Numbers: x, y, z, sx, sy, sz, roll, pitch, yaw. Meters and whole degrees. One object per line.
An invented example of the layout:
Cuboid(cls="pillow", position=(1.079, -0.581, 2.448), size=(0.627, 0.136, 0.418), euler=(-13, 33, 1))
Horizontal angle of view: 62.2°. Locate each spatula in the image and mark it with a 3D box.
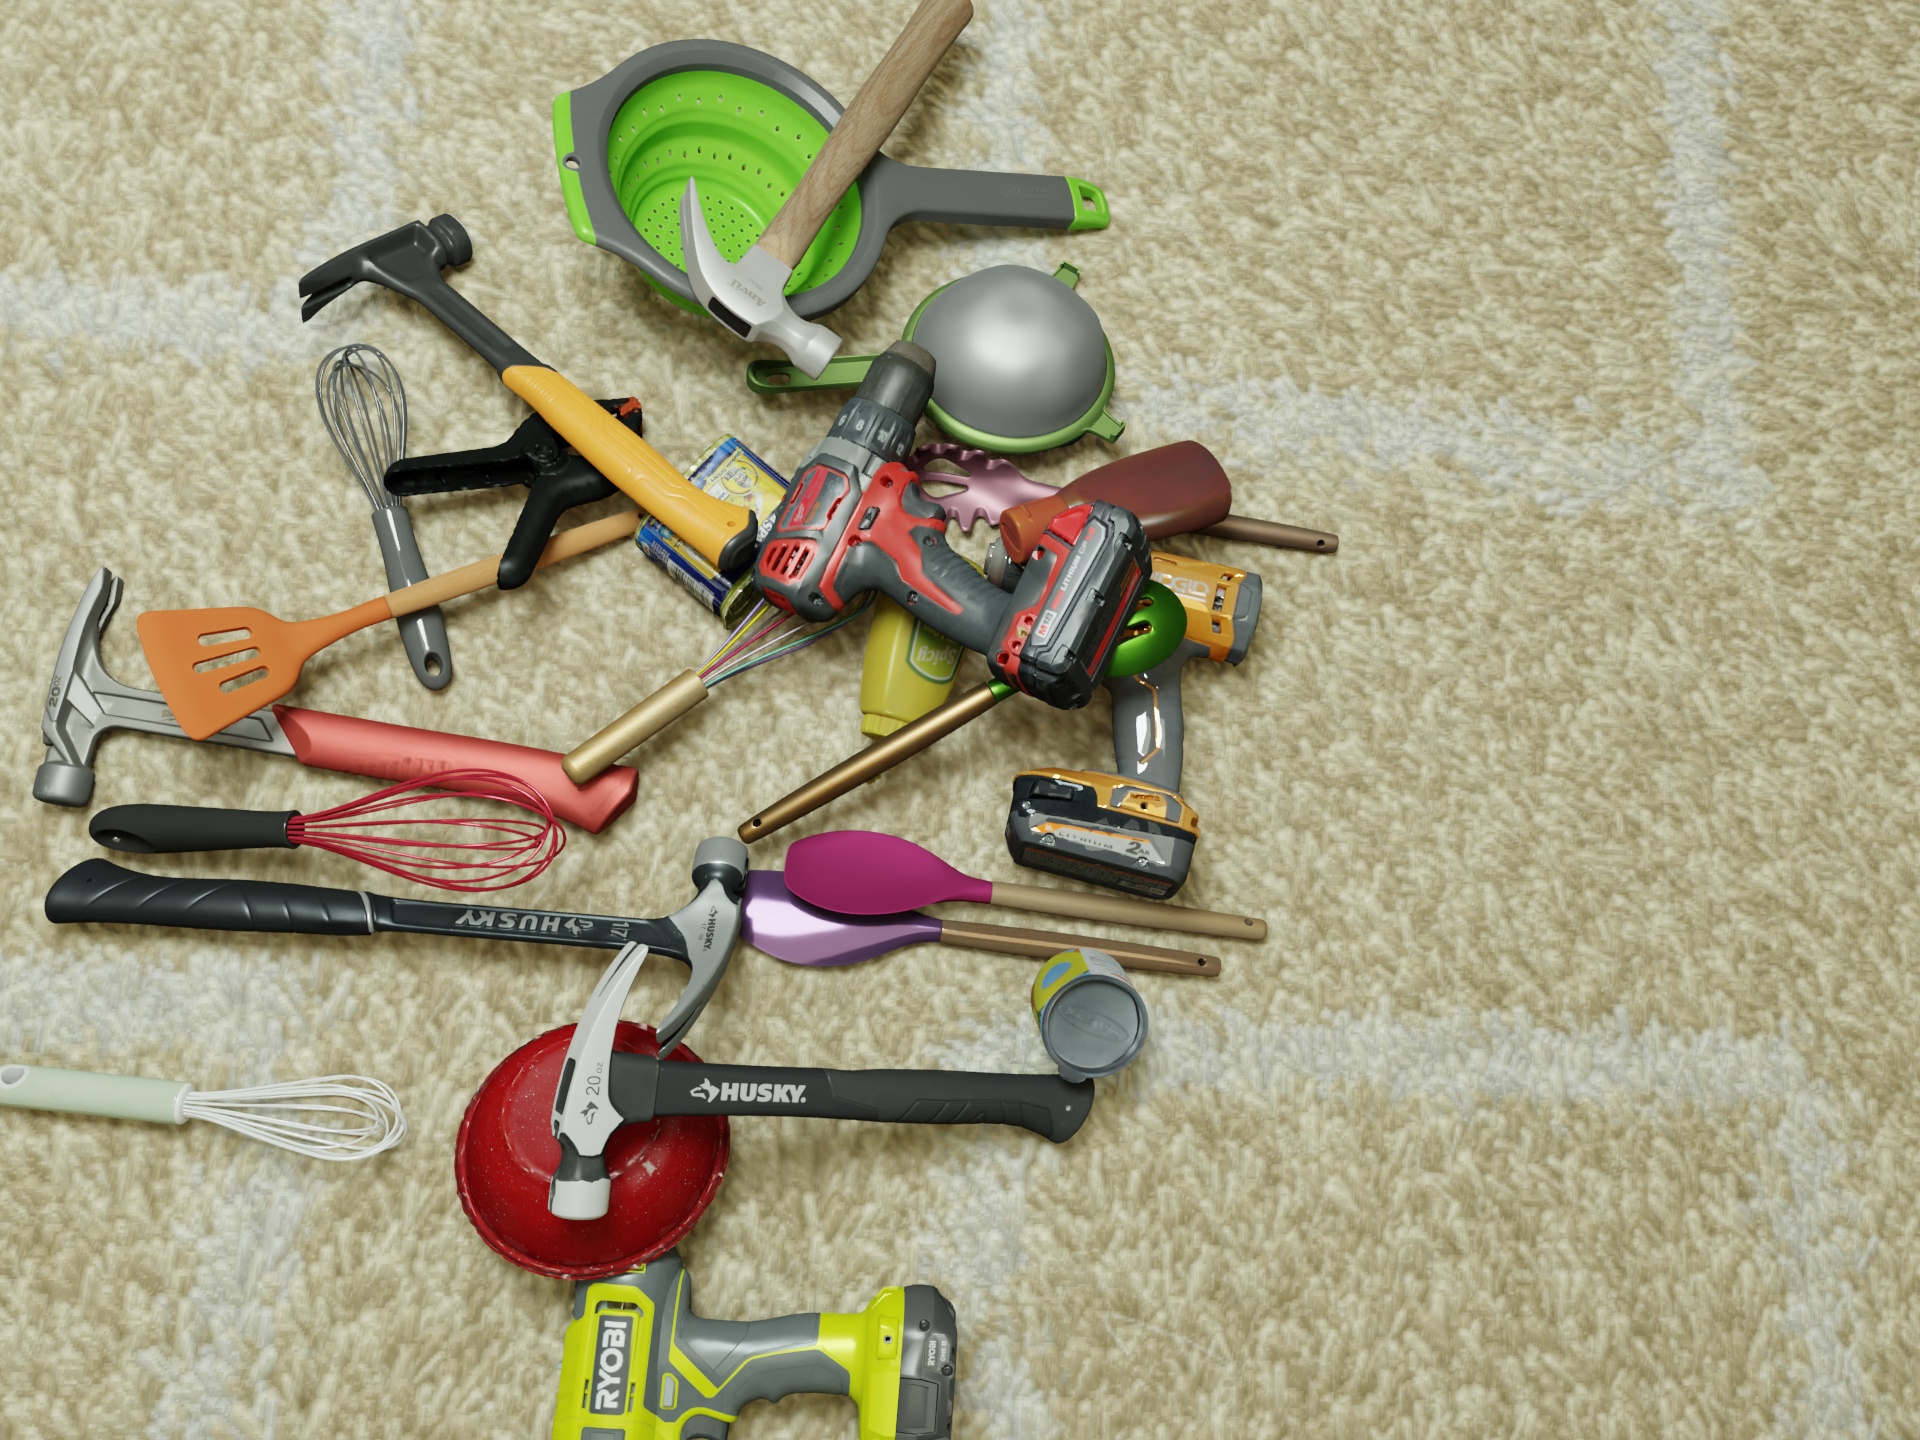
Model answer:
Cuboid(cls="spatula", position=(-0.332, -0.080, 0.991), size=(0.322, 0.041, 0.081), euler=(-24, 92, -24))
Cuboid(cls="spatula", position=(0.012, 0.141, 1.024), size=(0.316, 0.018, 0.060), euler=(7, 68, -4))

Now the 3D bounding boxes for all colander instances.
Cuboid(cls="colander", position=(-0.085, -0.344, 1.095), size=(0.397, 0.094, 0.205), euler=(-5, 75, -26))

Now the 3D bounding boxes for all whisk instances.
Cuboid(cls="whisk", position=(-0.378, 0.064, 0.946), size=(0.296, 0.073, 0.073), euler=(0, 77, 6))
Cuboid(cls="whisk", position=(-0.366, -0.133, 1.030), size=(0.055, 0.055, 0.239), euler=(-16, 85, -10))
Cuboid(cls="whisk", position=(-0.450, 0.228, 0.941), size=(0.246, 0.059, 0.058), euler=(7, 40, -1))
Cuboid(cls="whisk", position=(-0.148, -0.033, 1.019), size=(0.245, 0.047, 0.051), euler=(-38, 74, -20))

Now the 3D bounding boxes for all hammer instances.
Cuboid(cls="hammer", position=(-0.382, 0.006, 0.999), size=(0.359, 0.036, 0.149), euler=(10, 77, -4))
Cuboid(cls="hammer", position=(-0.074, -0.375, 1.037), size=(0.130, 0.031, 0.331), euler=(33, 62, -12))
Cuboid(cls="hammer", position=(-0.067, 0.213, 0.930), size=(0.334, 0.035, 0.146), euler=(9, 84, -27))
Cuboid(cls="hammer", position=(-0.264, -0.203, 1.011), size=(0.337, 0.034, 0.127), euler=(39, 52, 13))
Cuboid(cls="hammer", position=(-0.339, 0.122, 0.958), size=(0.409, 0.036, 0.149), euler=(4, 45, -1))

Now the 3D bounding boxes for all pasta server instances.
Cuboid(cls="pasta server", position=(0.109, -0.143, 1.089), size=(0.316, 0.040, 0.060), euler=(8, 112, -7))

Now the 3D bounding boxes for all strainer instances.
Cuboid(cls="strainer", position=(-0.015, -0.253, 1.063), size=(0.256, 0.069, 0.152), euler=(-7, 67, -12))

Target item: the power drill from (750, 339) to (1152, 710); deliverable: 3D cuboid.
Cuboid(cls="power drill", position=(0.001, -0.122, 0.970), size=(0.227, 0.080, 0.188), euler=(23, 82, 19))

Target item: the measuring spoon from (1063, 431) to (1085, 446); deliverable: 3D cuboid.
Cuboid(cls="measuring spoon", position=(0.044, -0.240, 1.117), size=(0.042, 0.021, 0.129), euler=(-30, 73, -19))

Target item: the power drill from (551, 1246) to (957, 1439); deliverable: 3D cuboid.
Cuboid(cls="power drill", position=(-0.122, 0.408, 0.921), size=(0.228, 0.080, 0.191), euler=(5, 76, -3))

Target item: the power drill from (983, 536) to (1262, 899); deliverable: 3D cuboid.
Cuboid(cls="power drill", position=(0.087, -0.014, 1.038), size=(0.185, 0.084, 0.226), euler=(14, 72, 3))

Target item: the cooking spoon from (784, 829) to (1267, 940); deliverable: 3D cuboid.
Cuboid(cls="cooking spoon", position=(0.045, 0.116, 1.030), size=(0.319, 0.017, 0.069), euler=(8, 44, -6))

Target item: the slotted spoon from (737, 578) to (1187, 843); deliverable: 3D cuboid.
Cuboid(cls="slotted spoon", position=(-0.002, -0.003, 0.993), size=(0.314, 0.031, 0.070), euler=(-29, 65, 3))
